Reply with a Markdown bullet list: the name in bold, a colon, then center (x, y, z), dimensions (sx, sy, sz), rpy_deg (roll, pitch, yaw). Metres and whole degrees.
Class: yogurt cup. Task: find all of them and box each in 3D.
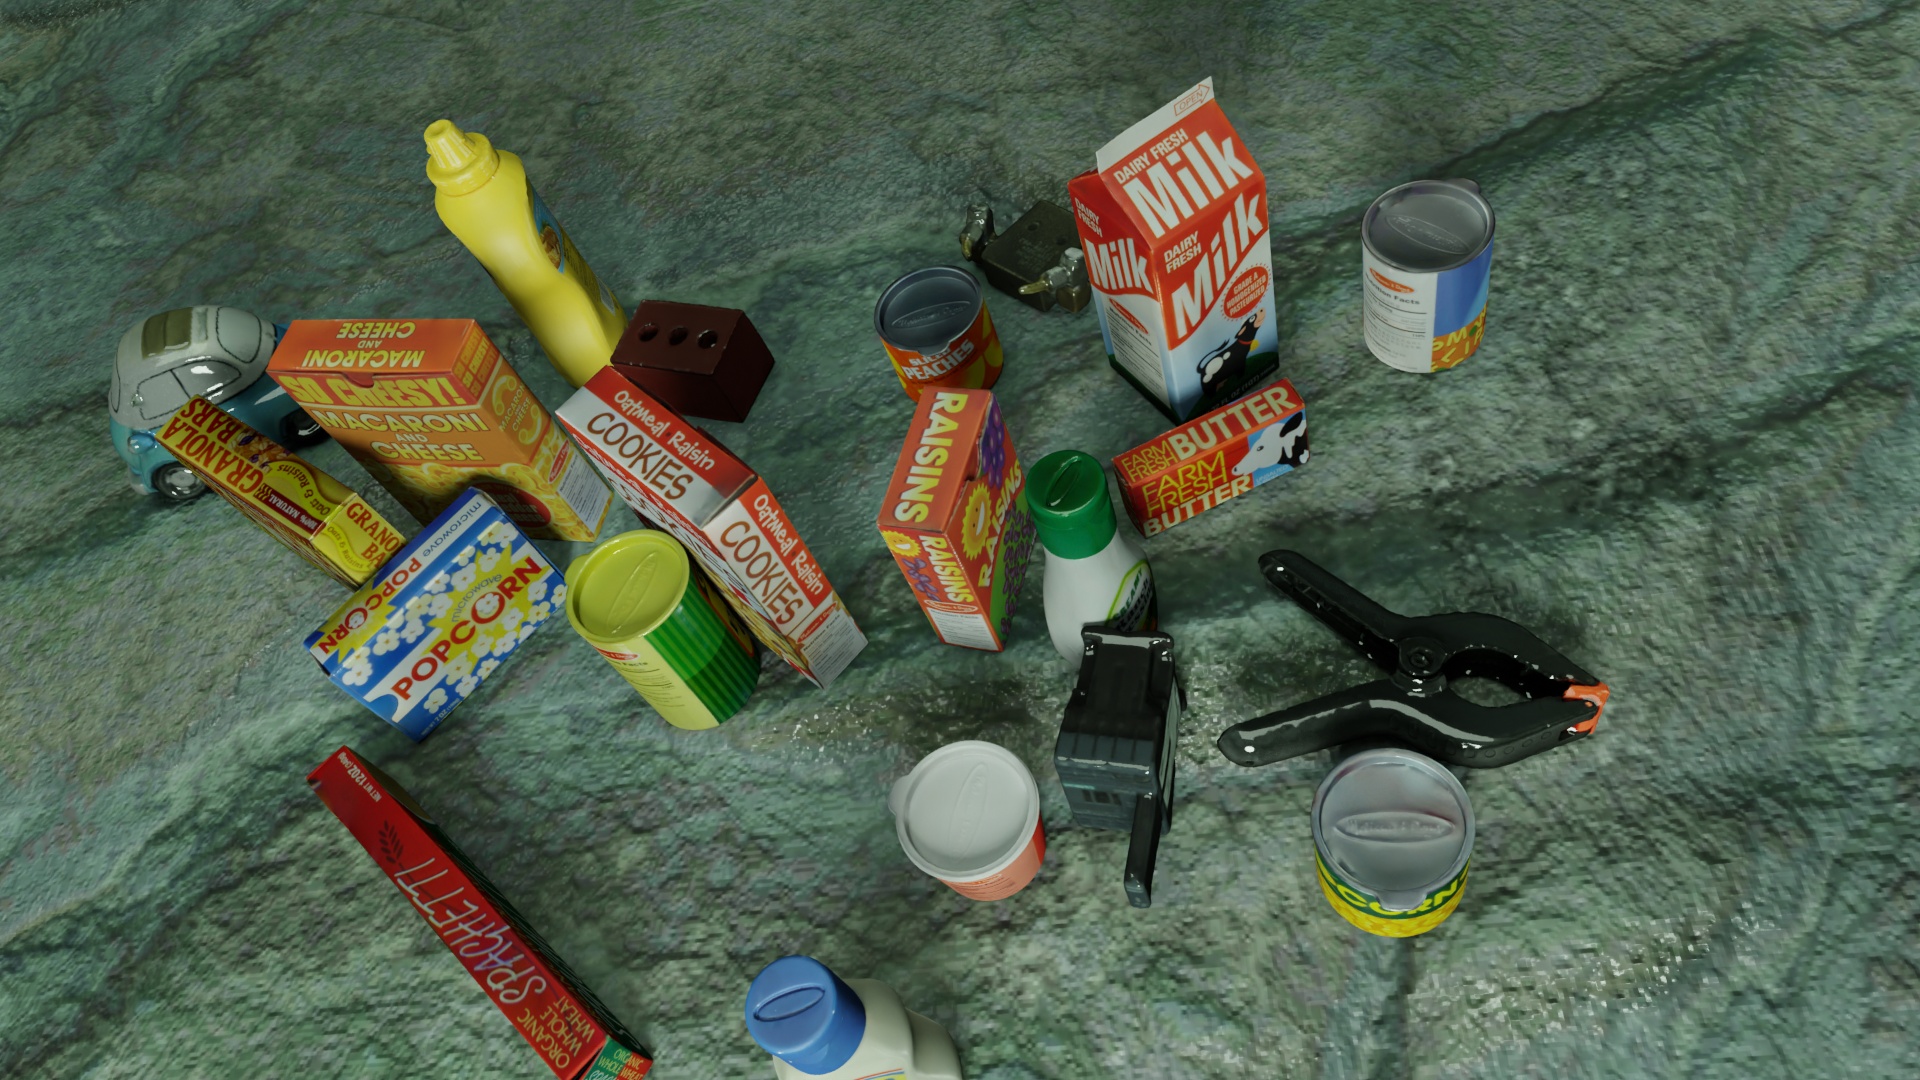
- **yogurt cup**: center (0.009, 0.136, 0.657), dimensions (0.072, 0.053, 0.073), rpy_deg (-8, 56, 12)

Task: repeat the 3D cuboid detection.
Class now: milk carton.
- **milk carton**: center (0.113, -0.151, 0.731), dimensions (0.072, 0.189, 0.073), rpy_deg (-36, 55, -8)

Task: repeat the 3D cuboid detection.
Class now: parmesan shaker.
- **parmesan shaker**: center (-0.156, 0.048, 0.734), dimensions (0.071, 0.102, 0.071), rpy_deg (-8, 56, 12)

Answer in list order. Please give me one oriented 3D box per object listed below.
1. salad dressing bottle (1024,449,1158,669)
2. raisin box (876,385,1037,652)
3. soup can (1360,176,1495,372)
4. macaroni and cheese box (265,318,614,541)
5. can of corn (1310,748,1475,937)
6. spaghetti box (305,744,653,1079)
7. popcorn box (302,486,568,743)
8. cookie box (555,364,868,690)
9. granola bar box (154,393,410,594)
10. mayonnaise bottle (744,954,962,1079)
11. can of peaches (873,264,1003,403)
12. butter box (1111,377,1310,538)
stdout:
- **salad dressing bottle**: center (0.062, 0.013, 0.664), dimensions (0.044, 0.147, 0.064), rpy_deg (23, 67, 28)
- **raisin box**: center (0.003, -0.009, 0.712), dimensions (0.040, 0.123, 0.086), rpy_deg (7, 60, 21)
- **soup can**: center (0.253, -0.143, 0.750), dimensions (0.071, 0.083, 0.072), rpy_deg (-8, 56, 12)
- **macaroni and cheese box**: center (-0.296, -0.060, 0.808), dimensions (0.124, 0.165, 0.040), rpy_deg (2, 59, 18)
- **can of corn**: center (0.187, 0.134, 0.602), dimensions (0.071, 0.058, 0.071), rpy_deg (-8, 56, 12)
- **spaghetti box**: center (-0.247, 0.189, 0.700), dimensions (0.250, 0.050, 0.029), rpy_deg (33, 72, 31)
- **popcorn box**: center (-0.292, 0.042, 0.789), dimensions (0.038, 0.085, 0.127), rpy_deg (33, 72, 31)
- **cookie box**: center (-0.124, -0.004, 0.719), dimensions (0.123, 0.166, 0.040), rpy_deg (34, 73, 32)
- **granola bar box**: center (-0.384, -0.011, 0.827), dimensions (0.166, 0.123, 0.039), rpy_deg (25, 68, 29)
- **mayonnaise bottle**: center (-0.045, 0.208, 0.567), dimensions (0.065, 0.147, 0.041), rpy_deg (-21, 54, 3)
- **can of peaches**: center (-0.012, -0.119, 0.829), dimensions (0.071, 0.057, 0.071), rpy_deg (-8, 56, 12)
- **butter box**: center (0.134, -0.043, 0.738), dimensions (0.103, 0.053, 0.024), rpy_deg (-25, 54, 0)
